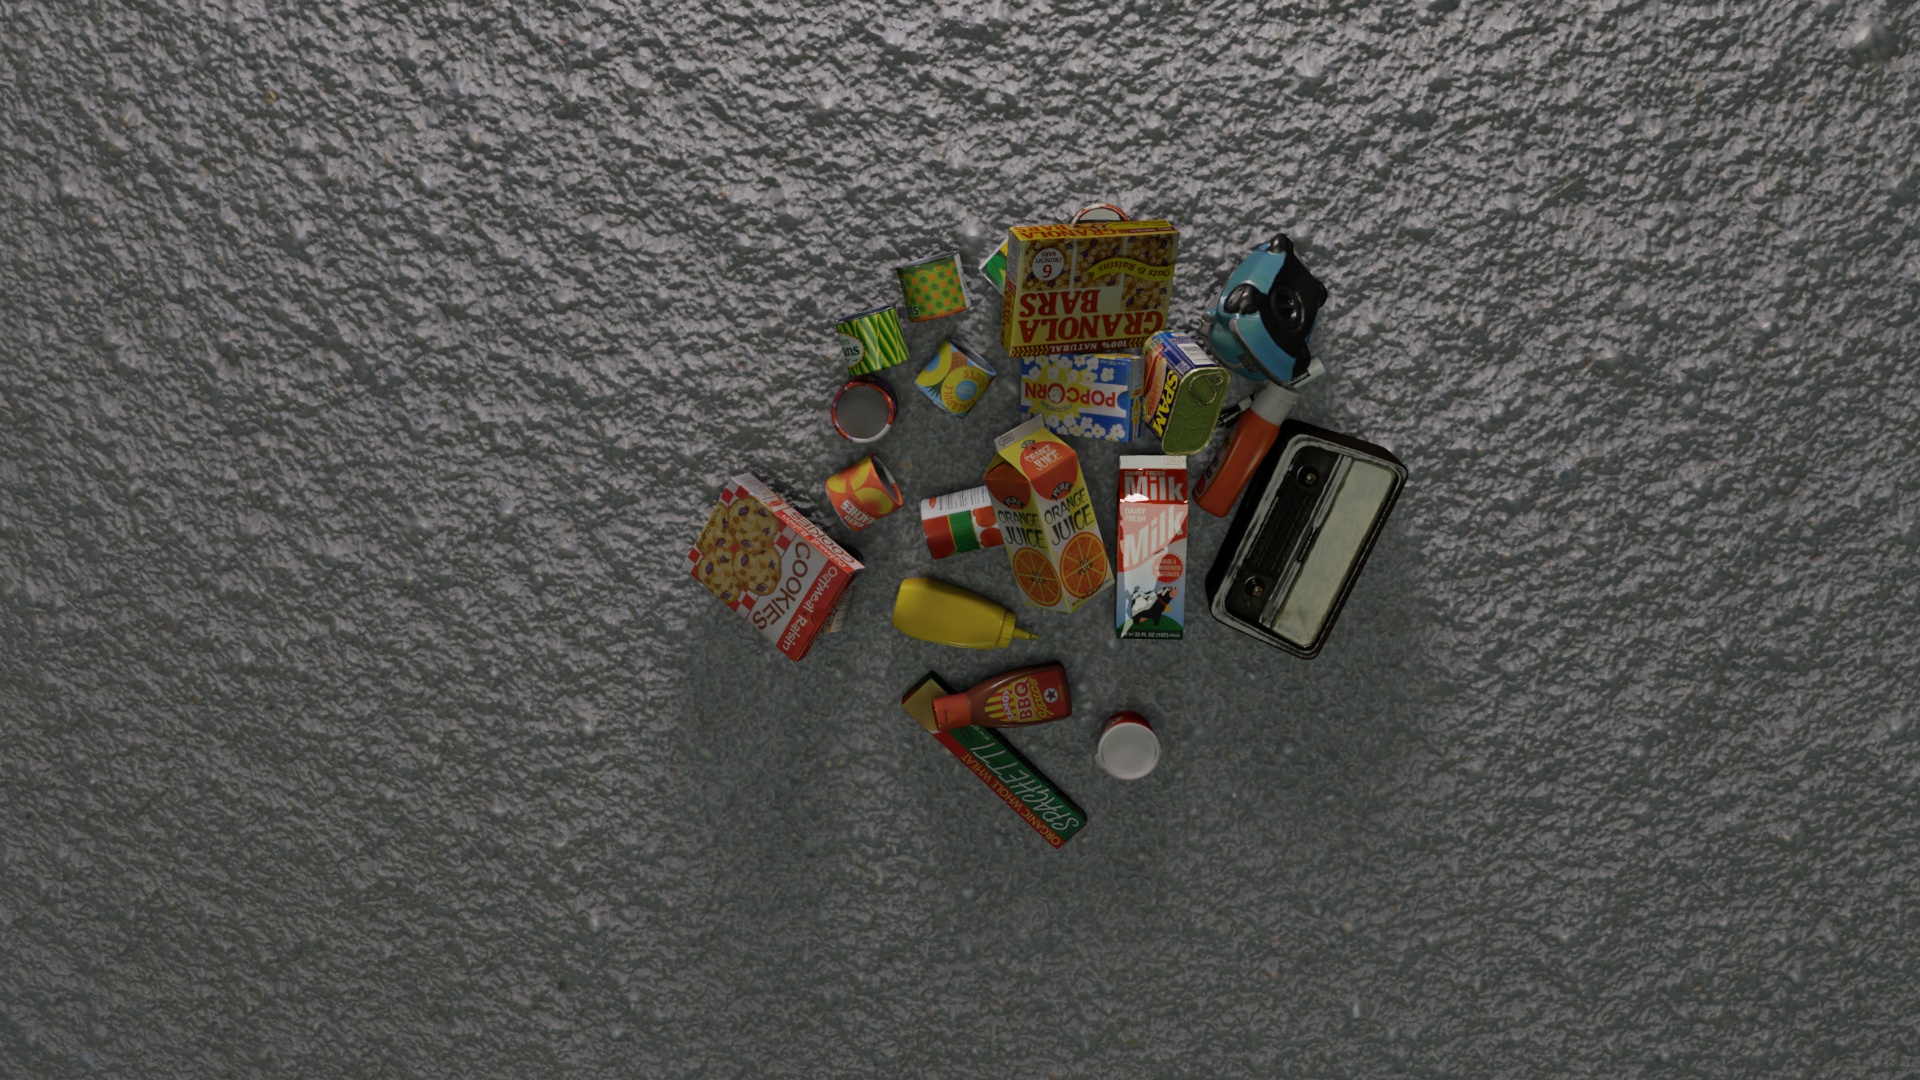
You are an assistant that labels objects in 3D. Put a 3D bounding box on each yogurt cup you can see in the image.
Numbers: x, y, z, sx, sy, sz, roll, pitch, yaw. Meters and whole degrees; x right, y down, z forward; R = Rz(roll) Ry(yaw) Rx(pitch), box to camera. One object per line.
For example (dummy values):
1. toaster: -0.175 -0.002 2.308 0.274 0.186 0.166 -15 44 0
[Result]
1. yogurt cup: 0.184 0.223 1.529 0.072 0.054 0.072 1 106 4

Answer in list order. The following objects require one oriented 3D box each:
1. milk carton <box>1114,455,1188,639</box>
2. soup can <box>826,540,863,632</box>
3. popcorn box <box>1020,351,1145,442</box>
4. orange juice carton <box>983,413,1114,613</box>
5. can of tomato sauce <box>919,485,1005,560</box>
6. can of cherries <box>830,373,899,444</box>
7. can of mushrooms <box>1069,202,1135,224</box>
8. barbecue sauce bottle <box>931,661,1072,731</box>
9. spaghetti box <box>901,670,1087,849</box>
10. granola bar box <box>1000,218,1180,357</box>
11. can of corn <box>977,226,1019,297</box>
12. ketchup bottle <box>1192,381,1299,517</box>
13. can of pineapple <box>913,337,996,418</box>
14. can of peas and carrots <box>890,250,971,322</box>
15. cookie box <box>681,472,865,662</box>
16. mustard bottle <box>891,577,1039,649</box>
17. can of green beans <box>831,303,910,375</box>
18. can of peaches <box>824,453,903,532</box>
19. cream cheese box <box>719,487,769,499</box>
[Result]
1. milk carton: 0.200 0.004 1.458 0.072 0.074 0.190 0 105 4
2. soup can: -0.150 0.048 1.501 0.071 0.071 0.083 16 106 0
3. popcorn box: 0.123 -0.150 1.414 0.127 0.038 0.085 10 107 31
4. orange juice carton: 0.086 -0.029 1.421 0.072 0.073 0.192 -31 113 -33
5. can of tomato sauce: 0.005 -0.018 1.471 0.083 0.071 0.071 -13 104 7
6. can of cherries: -0.101 -0.140 1.449 0.071 0.058 0.071 1 106 4
7. can of mushrooms: 0.143 -0.307 1.398 0.071 0.033 0.070 1 105 5
8. barbecue sauce bottle: 0.044 0.176 1.515 0.149 0.043 0.064 -11 95 -7
9. spaghetti box: 0.040 0.248 1.560 0.250 0.029 0.050 44 104 -8
10. granola bar box: 0.125 -0.249 1.369 0.166 0.039 0.123 -7 124 -16
11. can of corn: 0.063 -0.271 1.397 0.071 0.071 0.058 42 104 -7
12. ketchup bottle: 0.292 -0.097 1.421 0.043 0.065 0.148 29 112 -2
13. can of pineapple: -0.004 -0.167 1.429 0.071 0.071 0.057 36 105 -6
14. can of peas and carrots: -0.029 -0.257 1.408 0.071 0.071 0.058 -13 105 8
15. cookie box: -0.198 0.028 1.459 0.167 0.040 0.122 39 113 13
16. mustard bottle: 0.008 0.087 1.508 0.160 0.049 0.065 16 106 -1
17. can of green beans: -0.090 -0.206 1.426 0.071 0.071 0.057 -13 105 8
18. can of peaches: -0.101 -0.049 1.468 0.058 0.071 0.071 -30 101 10
19. cream cheese box: -0.227 -0.004 1.514 0.053 0.024 0.103 -6 105 6
